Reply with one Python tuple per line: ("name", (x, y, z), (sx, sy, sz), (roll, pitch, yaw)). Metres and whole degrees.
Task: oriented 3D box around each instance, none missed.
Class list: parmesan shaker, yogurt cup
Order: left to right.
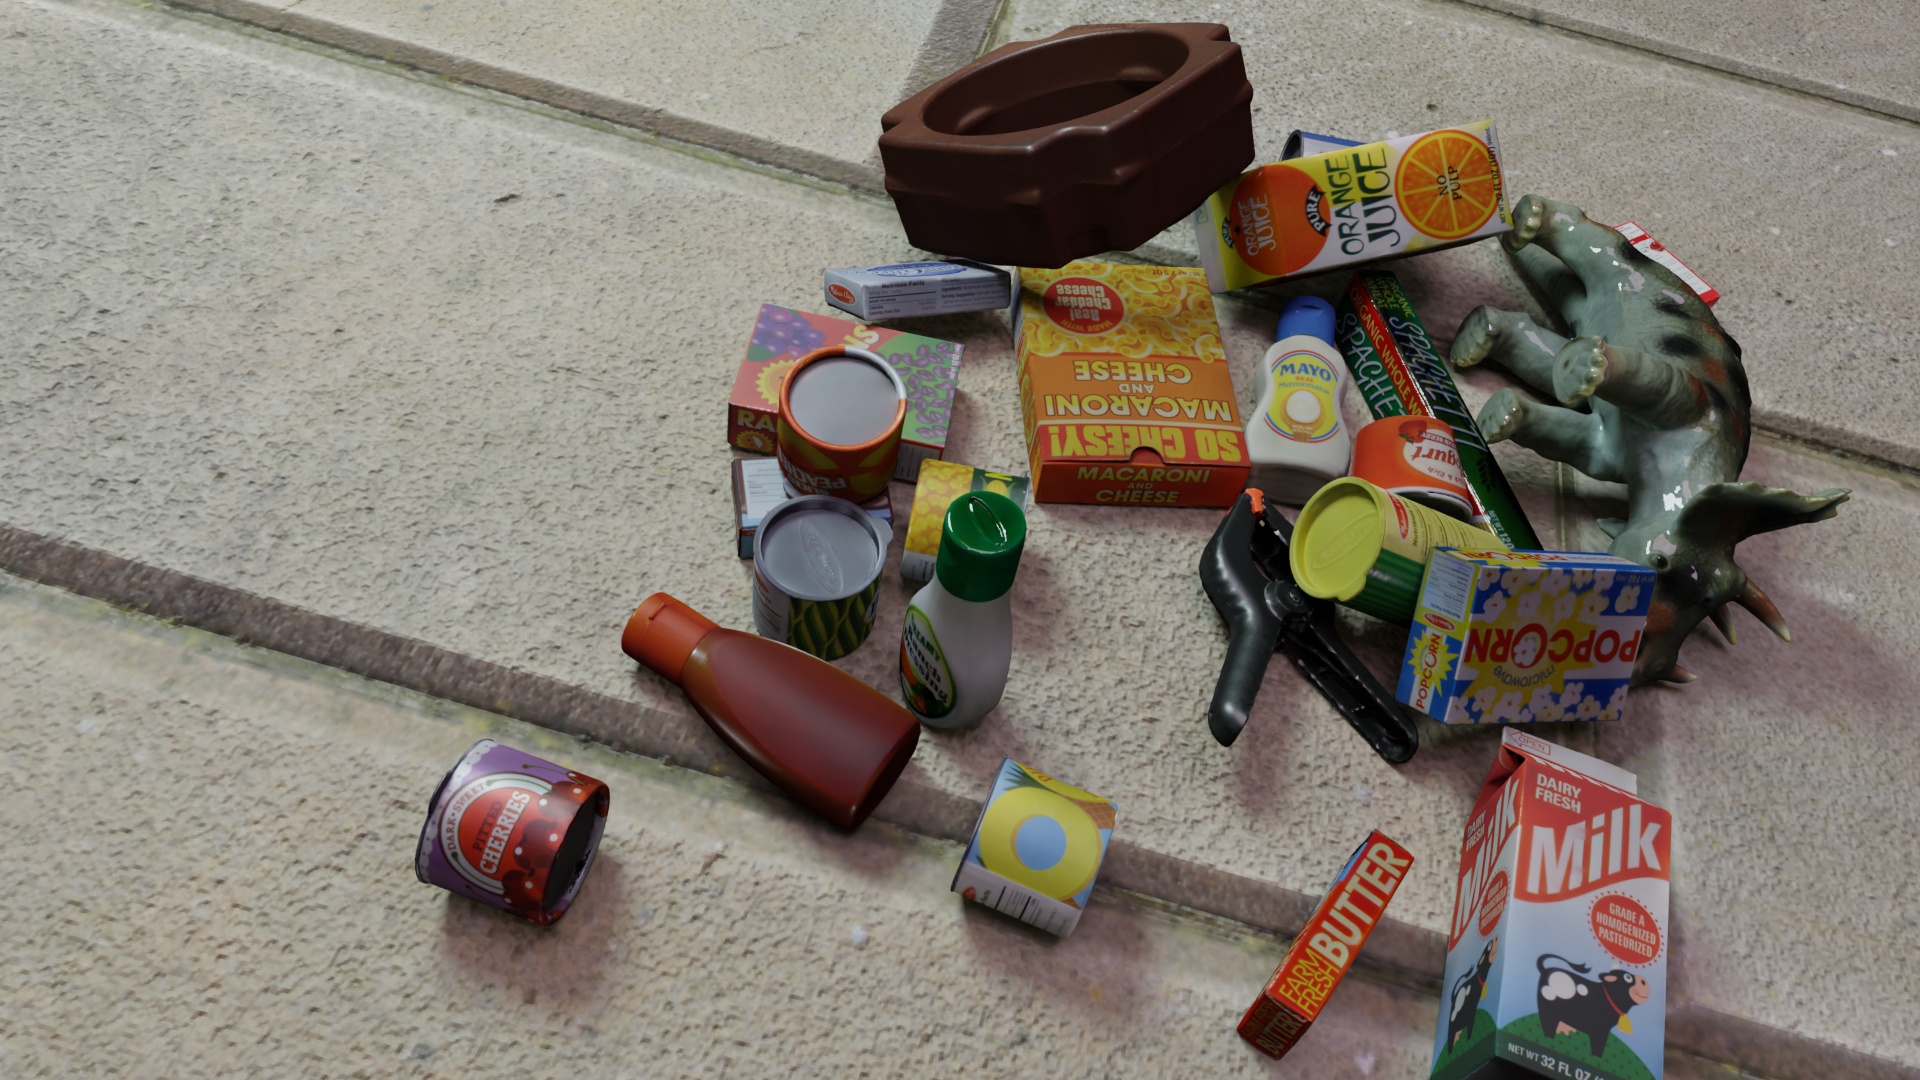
("parmesan shaker", (0.238, 0.015, 0.744), (0.103, 0.071, 0.071), (19, 48, -27))
("yogurt cup", (0.253, -0.035, 0.788), (0.072, 0.072, 0.054), (7, 67, -5))

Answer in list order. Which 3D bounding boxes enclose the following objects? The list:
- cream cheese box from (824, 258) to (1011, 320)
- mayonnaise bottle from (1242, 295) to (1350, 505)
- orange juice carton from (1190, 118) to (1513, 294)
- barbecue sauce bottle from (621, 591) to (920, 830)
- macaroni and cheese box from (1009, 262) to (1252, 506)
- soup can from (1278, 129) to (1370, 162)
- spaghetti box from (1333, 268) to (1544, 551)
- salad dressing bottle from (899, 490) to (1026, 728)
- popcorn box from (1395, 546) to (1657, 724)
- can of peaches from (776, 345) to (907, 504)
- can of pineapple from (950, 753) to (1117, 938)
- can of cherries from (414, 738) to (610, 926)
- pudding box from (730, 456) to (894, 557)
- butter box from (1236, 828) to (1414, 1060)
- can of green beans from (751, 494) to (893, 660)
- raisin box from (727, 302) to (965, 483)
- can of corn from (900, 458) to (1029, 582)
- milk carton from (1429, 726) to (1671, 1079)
("cream cheese box", (-0.025, -0.154, 0.850), (0.104, 0.024, 0.053), (-11, 25, -28))
("mayonnaise bottle", (0.208, -0.089, 0.854), (0.065, 0.041, 0.149), (9, 52, 8))
("orange juice carton", (0.246, -0.211, 0.897), (0.193, 0.073, 0.071), (-12, 94, -2))
("barbecue sauce bottle", (-0.096, 0.076, 0.675), (0.149, 0.043, 0.065), (30, 54, 14))
("macaroni and cheese box", (0.098, -0.098, 0.842), (0.124, 0.040, 0.167), (1, 53, -7))
("soup can", (0.266, -0.245, 0.970), (0.084, 0.071, 0.072), (10, 52, -4))
("spaghetti box", (0.286, -0.063, 0.843), (0.029, 0.049, 0.251), (-3, 54, -15))
("salad dressing bottle", (0.002, 0.035, 0.657), (0.044, 0.146, 0.064), (-19, 58, -22))
("popcorn box", (0.295, 0.049, 0.721), (0.127, 0.085, 0.038), (2, 15, -24))
("can of peaches", (-0.064, -0.059, 0.728), (0.071, 0.057, 0.071), (4, 62, -7))
("can of pineapple", (0.035, 0.138, 0.636), (0.058, 0.070, 0.071), (22, 53, 6))
("can of cherries", (-0.193, 0.127, 0.602), (0.058, 0.071, 0.072), (20, 53, 4))
("pudding box", (-0.081, -0.020, 0.758), (0.084, 0.030, 0.050), (-4, 53, -13))
("butter box", (0.167, 0.184, 0.633), (0.024, 0.052, 0.104), (35, 55, 18))
("can of green beans", (-0.073, 0.020, 0.712), (0.071, 0.057, 0.071), (5, 53, -6))
("raisin box", (-0.065, -0.085, 0.805), (0.123, 0.039, 0.086), (12, 53, -3))
("can of corn", (0.003, -0.009, 0.741), (0.058, 0.070, 0.071), (11, 52, -1))
("milk carton", (0.277, 0.174, 0.647), (0.072, 0.073, 0.191), (21, 52, 7))
